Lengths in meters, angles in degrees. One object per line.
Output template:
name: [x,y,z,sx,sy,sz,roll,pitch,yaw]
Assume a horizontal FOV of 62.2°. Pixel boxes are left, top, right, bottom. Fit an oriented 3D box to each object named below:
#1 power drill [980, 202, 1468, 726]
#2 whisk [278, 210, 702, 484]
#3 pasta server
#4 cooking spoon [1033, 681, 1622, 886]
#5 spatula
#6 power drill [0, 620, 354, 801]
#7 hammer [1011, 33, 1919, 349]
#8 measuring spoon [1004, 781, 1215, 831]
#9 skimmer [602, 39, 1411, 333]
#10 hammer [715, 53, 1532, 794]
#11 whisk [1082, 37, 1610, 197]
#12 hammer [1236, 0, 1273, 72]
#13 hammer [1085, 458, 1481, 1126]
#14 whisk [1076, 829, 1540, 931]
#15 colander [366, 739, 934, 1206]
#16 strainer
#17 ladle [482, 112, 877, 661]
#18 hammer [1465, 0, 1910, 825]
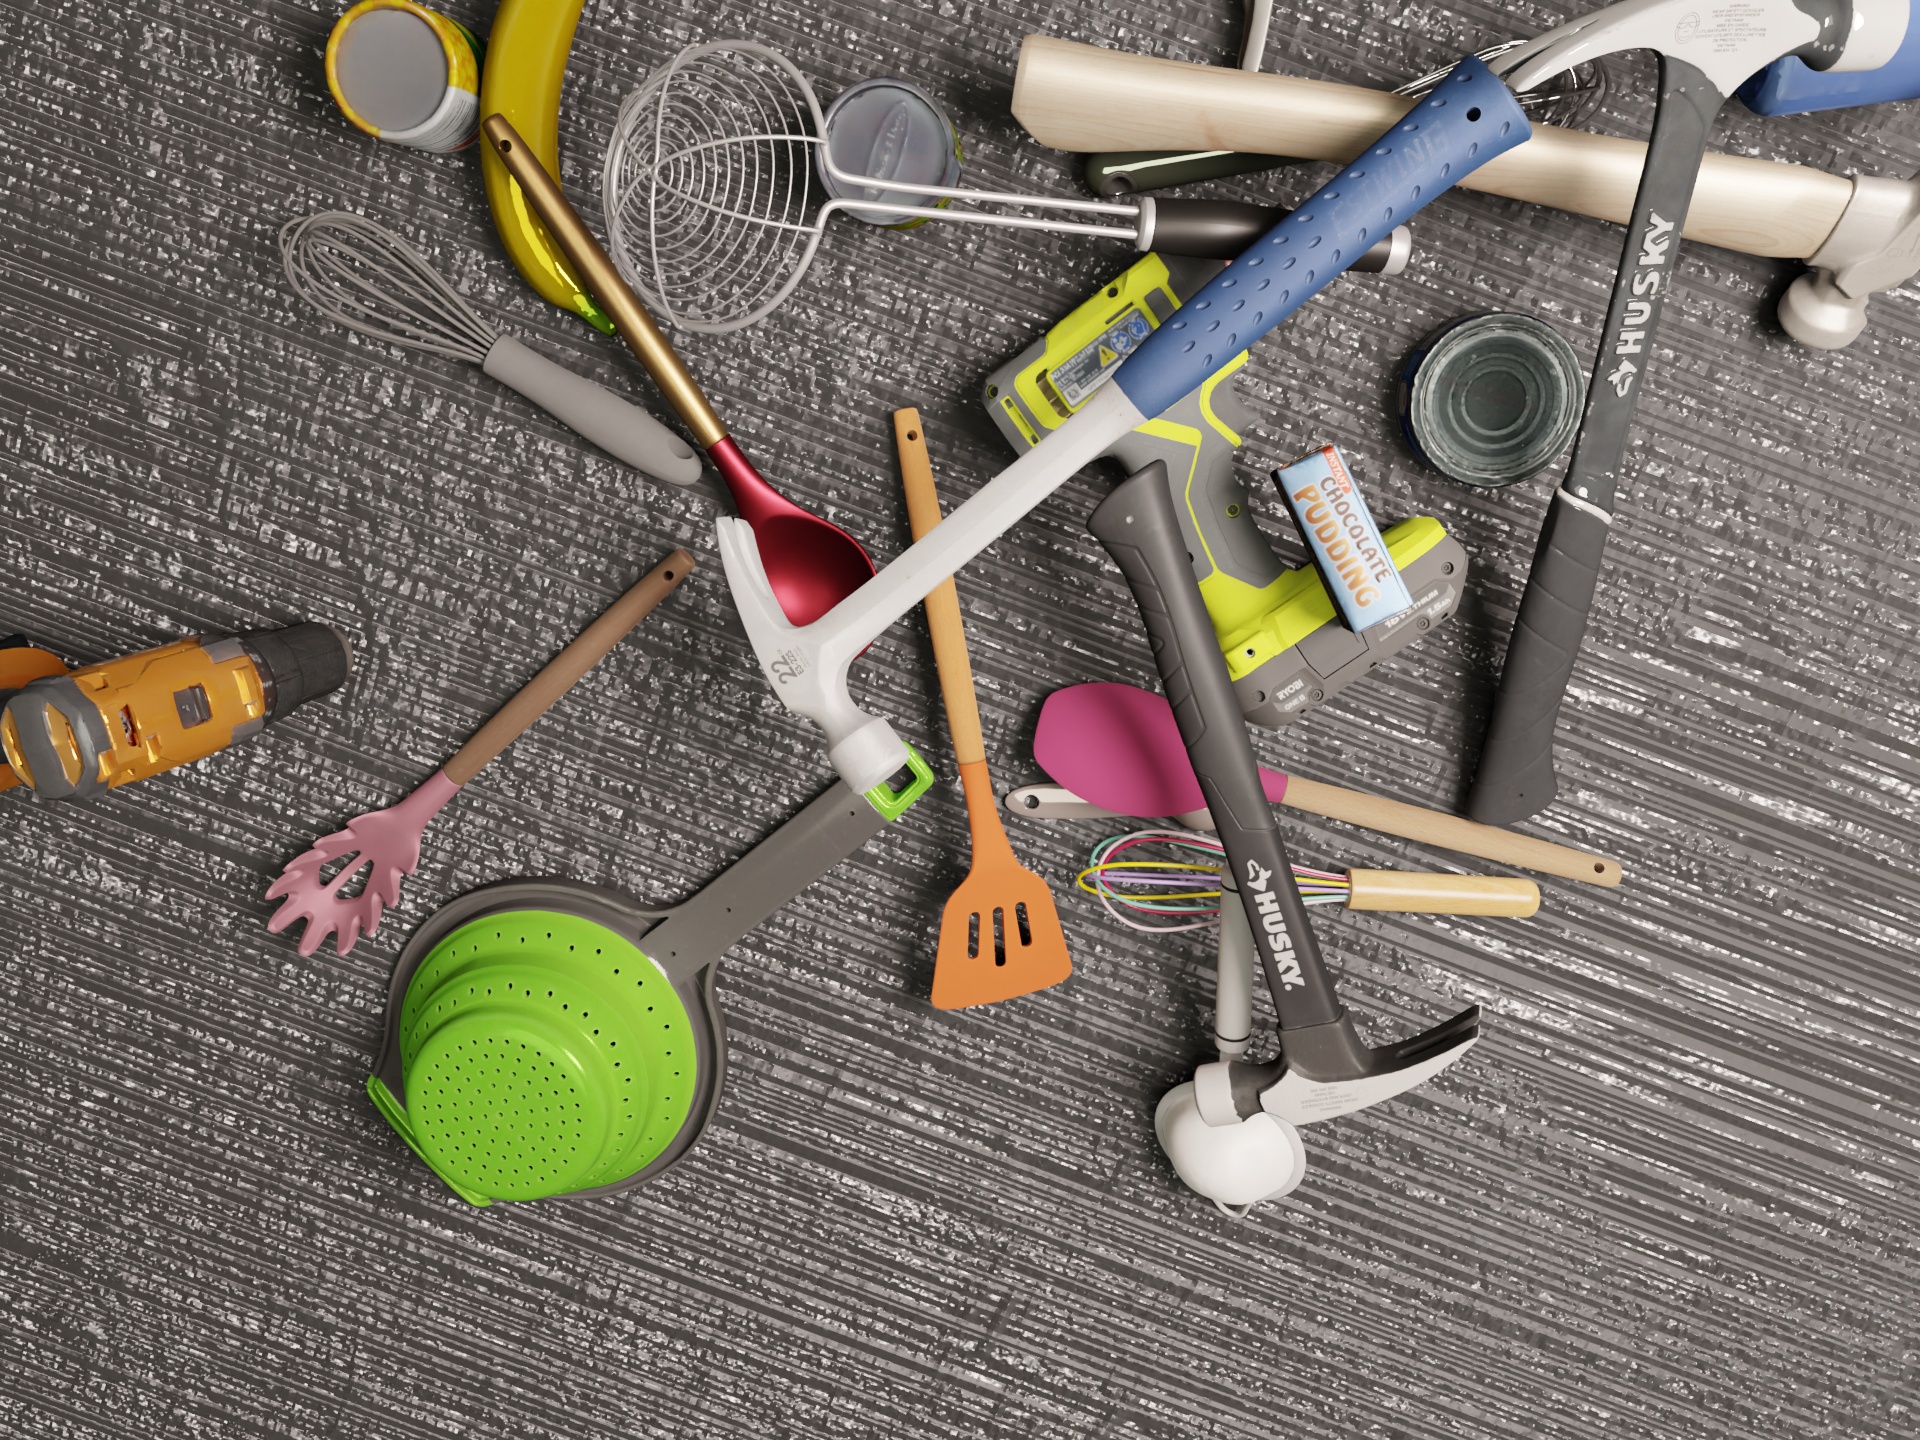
power drill: [0.141,-0.125,0.782,0.171,0.080,0.223,-35,95,12]
whisk: [-0.239,-0.187,0.816,0.239,0.055,0.055,30,105,-6]
pasta server: [-0.261,0.016,0.873,0.316,0.040,0.060,-41,109,12]
cooking spoon: [0.195,0.042,0.839,0.319,0.017,0.069,15,76,-2]
spatula: [-0.001,-0.003,0.842,0.081,0.041,0.322,-12,95,-11]
power drill: [-0.453,-0.008,0.835,0.226,0.185,0.084,-4,104,26]
hammer: [0.228,-0.259,0.699,0.410,0.146,0.038,11,60,1]
measuring spoon: [0.085,0.045,0.857,0.124,0.018,0.034,-1,104,6]
skimmer: [0.018,-0.231,0.729,0.363,0.090,0.127,3,99,-8]
hammer: [0.063,-0.140,0.703,0.405,0.035,0.144,-38,85,16]
whisk: [0.180,-0.282,0.757,0.246,0.057,0.059,-7,69,10]
hammer: [-0.031,-0.372,0.755,0.359,0.037,0.149,2,104,4]
hammer: [0.138,0.037,0.764,0.146,0.035,0.334,-16,101,24]
whisk: [0.185,0.089,0.852,0.245,0.051,0.047,3,125,0]
colander: [-0.177,0.148,0.867,0.397,0.094,0.204,-38,98,13]
strainer: [0.143,0.176,0.847,0.087,0.050,0.258,9,116,24]
ladle: [-0.139,-0.161,0.801,0.069,0.031,0.315,-31,108,9]
hammer: [0.280,-0.113,0.713,0.149,0.036,0.408,-3,127,-4]
